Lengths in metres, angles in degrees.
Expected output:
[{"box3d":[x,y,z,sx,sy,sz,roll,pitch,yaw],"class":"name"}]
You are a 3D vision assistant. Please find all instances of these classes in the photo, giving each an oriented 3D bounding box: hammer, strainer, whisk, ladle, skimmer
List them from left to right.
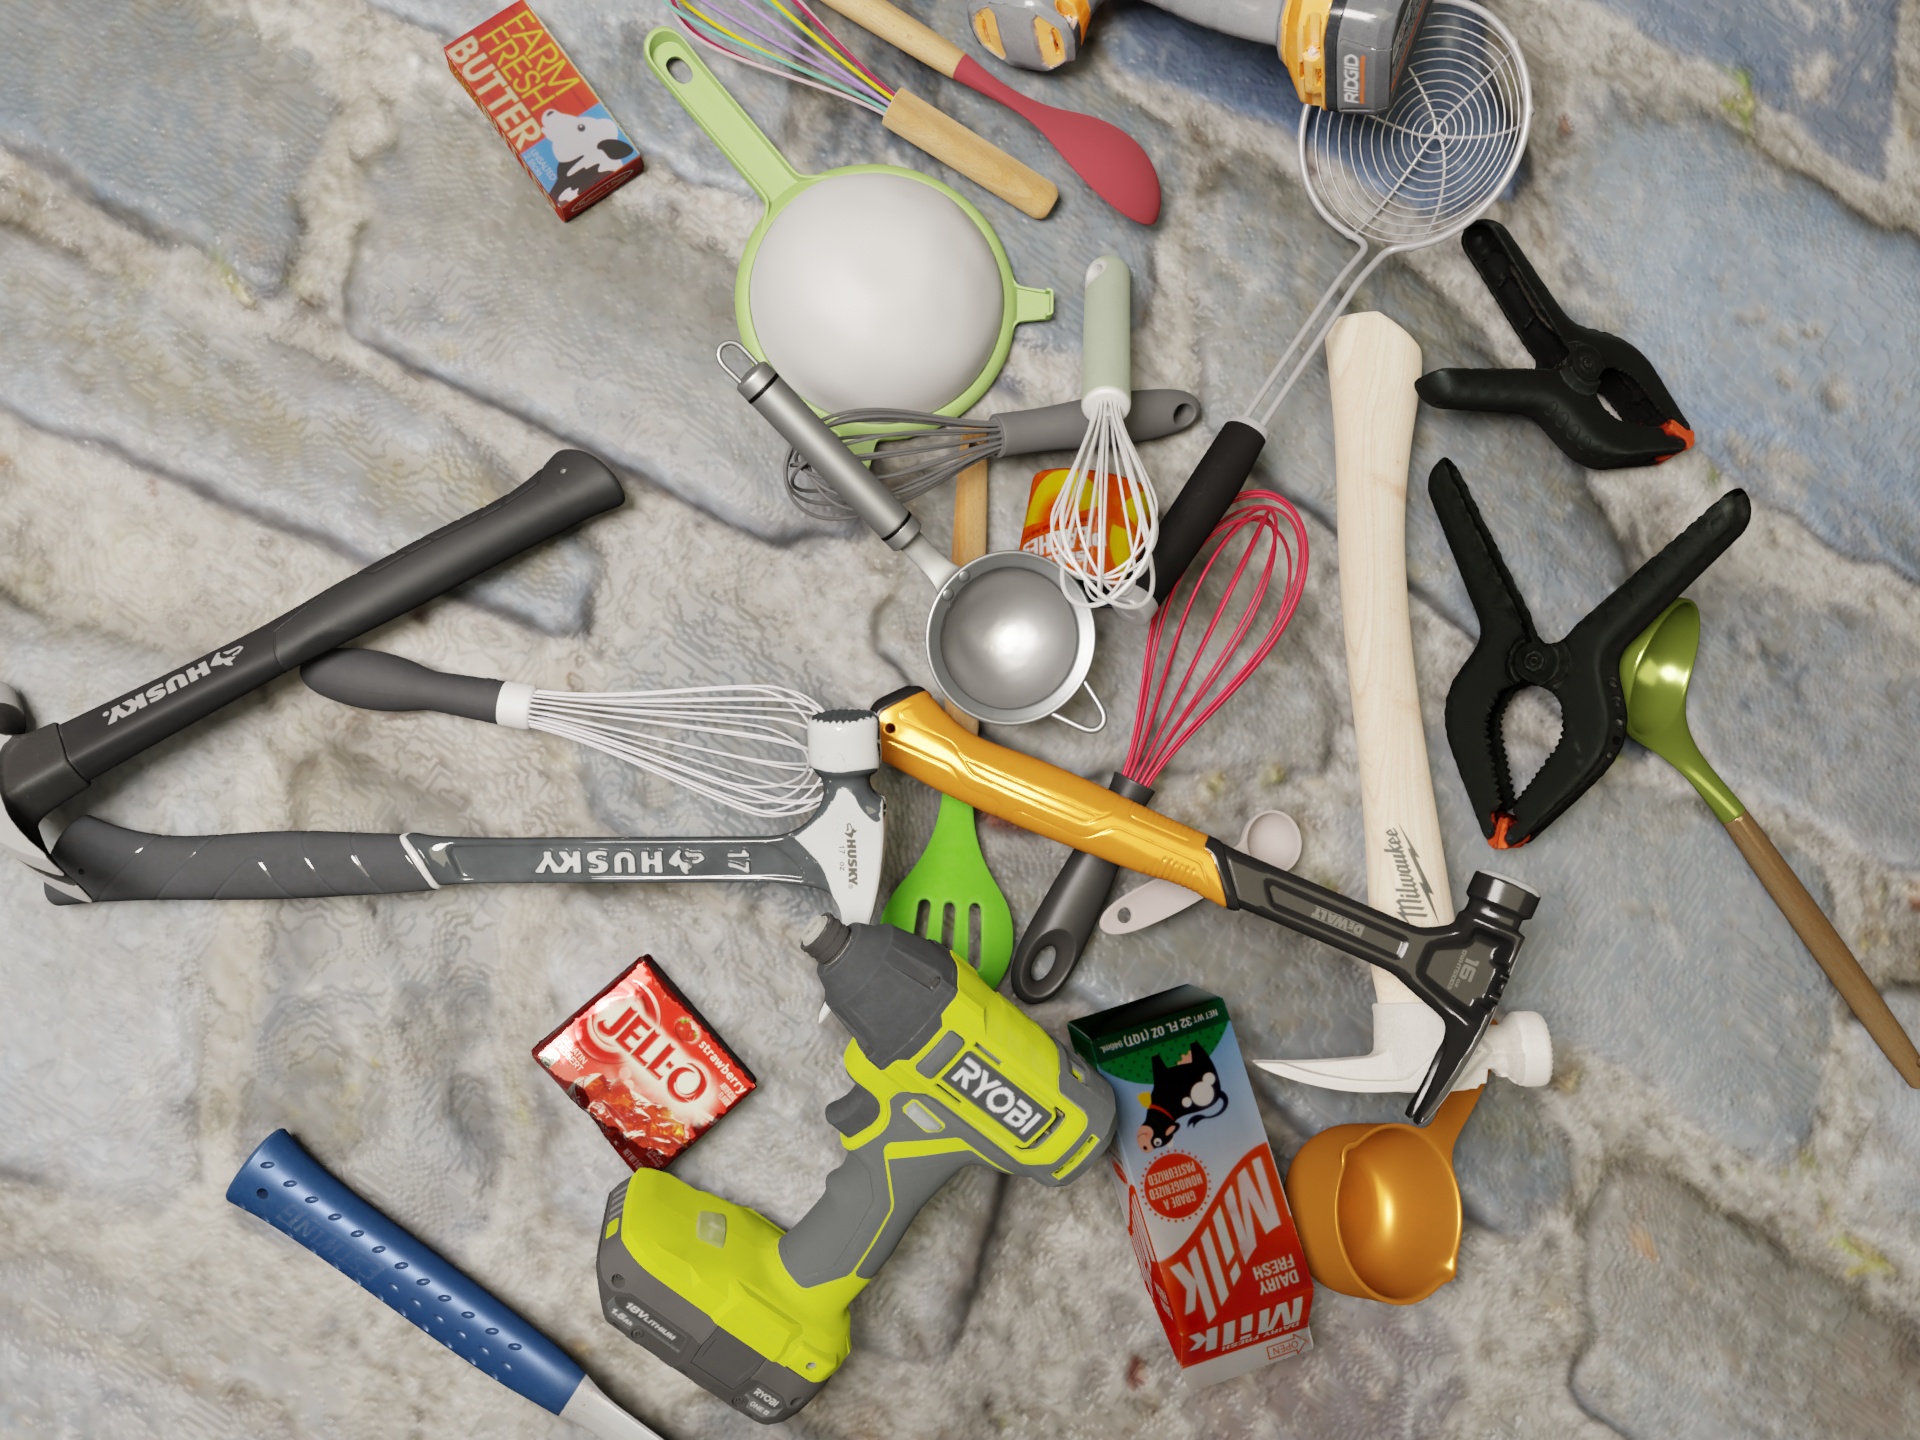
[{"box3d":[-0.316,-0.040,0.771,0.335,0.035,0.146,-31,51,-14],"class":"hammer"},{"box3d":[-0.238,0.072,0.767,0.409,0.036,0.149,-1,102,3],"class":"hammer"},{"box3d":[-0.183,0.338,0.770,0.405,0.035,0.144,35,106,1],"class":"hammer"},{"box3d":[-0.190,-0.003,0.800,0.284,0.070,0.070,10,85,0],"class":"whisk"},{"box3d":[-0.076,-0.265,0.820,0.151,0.069,0.256,-41,93,-7],"class":"strainer"},{"box3d":[-0.055,-0.337,0.838,0.245,0.047,0.051,30,42,-9],"class":"whisk"},{"box3d":[-0.022,-0.086,0.766,0.087,0.050,0.258,-47,109,-5],"class":"strainer"},{"box3d":[-0.022,-0.362,0.849,0.315,0.069,0.031,33,125,2],"class":"ladle"},{"box3d":[0.021,-0.144,0.821,0.239,0.055,0.055,-13,88,-21],"class":"whisk"},{"box3d":[0.073,-0.150,0.791,0.059,0.058,0.247,28,47,-27],"class":"whisk"},{"box3d":[0.099,0.014,0.830,0.073,0.073,0.296,27,90,-4],"class":"whisk"},{"box3d":[0.103,0.073,0.786,0.337,0.034,0.127,24,89,7],"class":"hammer"},{"box3d":[0.170,-0.212,0.811,0.127,0.090,0.363,24,71,31],"class":"skimmer"},{"box3d":[0.214,-0.015,0.836,0.146,0.038,0.411,-3,80,4],"class":"hammer"},{"box3d":[0.445,0.071,0.865,0.078,0.062,0.320,-38,94,-27],"class":"ladle"}]

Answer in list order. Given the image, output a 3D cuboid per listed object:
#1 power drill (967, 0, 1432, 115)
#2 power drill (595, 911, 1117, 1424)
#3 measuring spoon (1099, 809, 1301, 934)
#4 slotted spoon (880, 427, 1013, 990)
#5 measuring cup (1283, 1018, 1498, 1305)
[{"box3d":[0.136,-0.417,0.826,0.226,0.084,0.185,18,78,18],"class":"power drill"},{"box3d":[-0.061,0.205,0.746,0.171,0.080,0.223,41,99,-16],"class":"power drill"},{"box3d":[0.124,0.082,0.837,0.124,0.018,0.034,-23,93,-17],"class":"measuring spoon"},{"box3d":[-0.001,-0.003,0.833,0.070,0.031,0.314,3,84,-3],"class":"slotted spoon"},{"box3d":[0.231,0.224,0.837,0.095,0.052,0.174,49,57,-12],"class":"measuring cup"}]
